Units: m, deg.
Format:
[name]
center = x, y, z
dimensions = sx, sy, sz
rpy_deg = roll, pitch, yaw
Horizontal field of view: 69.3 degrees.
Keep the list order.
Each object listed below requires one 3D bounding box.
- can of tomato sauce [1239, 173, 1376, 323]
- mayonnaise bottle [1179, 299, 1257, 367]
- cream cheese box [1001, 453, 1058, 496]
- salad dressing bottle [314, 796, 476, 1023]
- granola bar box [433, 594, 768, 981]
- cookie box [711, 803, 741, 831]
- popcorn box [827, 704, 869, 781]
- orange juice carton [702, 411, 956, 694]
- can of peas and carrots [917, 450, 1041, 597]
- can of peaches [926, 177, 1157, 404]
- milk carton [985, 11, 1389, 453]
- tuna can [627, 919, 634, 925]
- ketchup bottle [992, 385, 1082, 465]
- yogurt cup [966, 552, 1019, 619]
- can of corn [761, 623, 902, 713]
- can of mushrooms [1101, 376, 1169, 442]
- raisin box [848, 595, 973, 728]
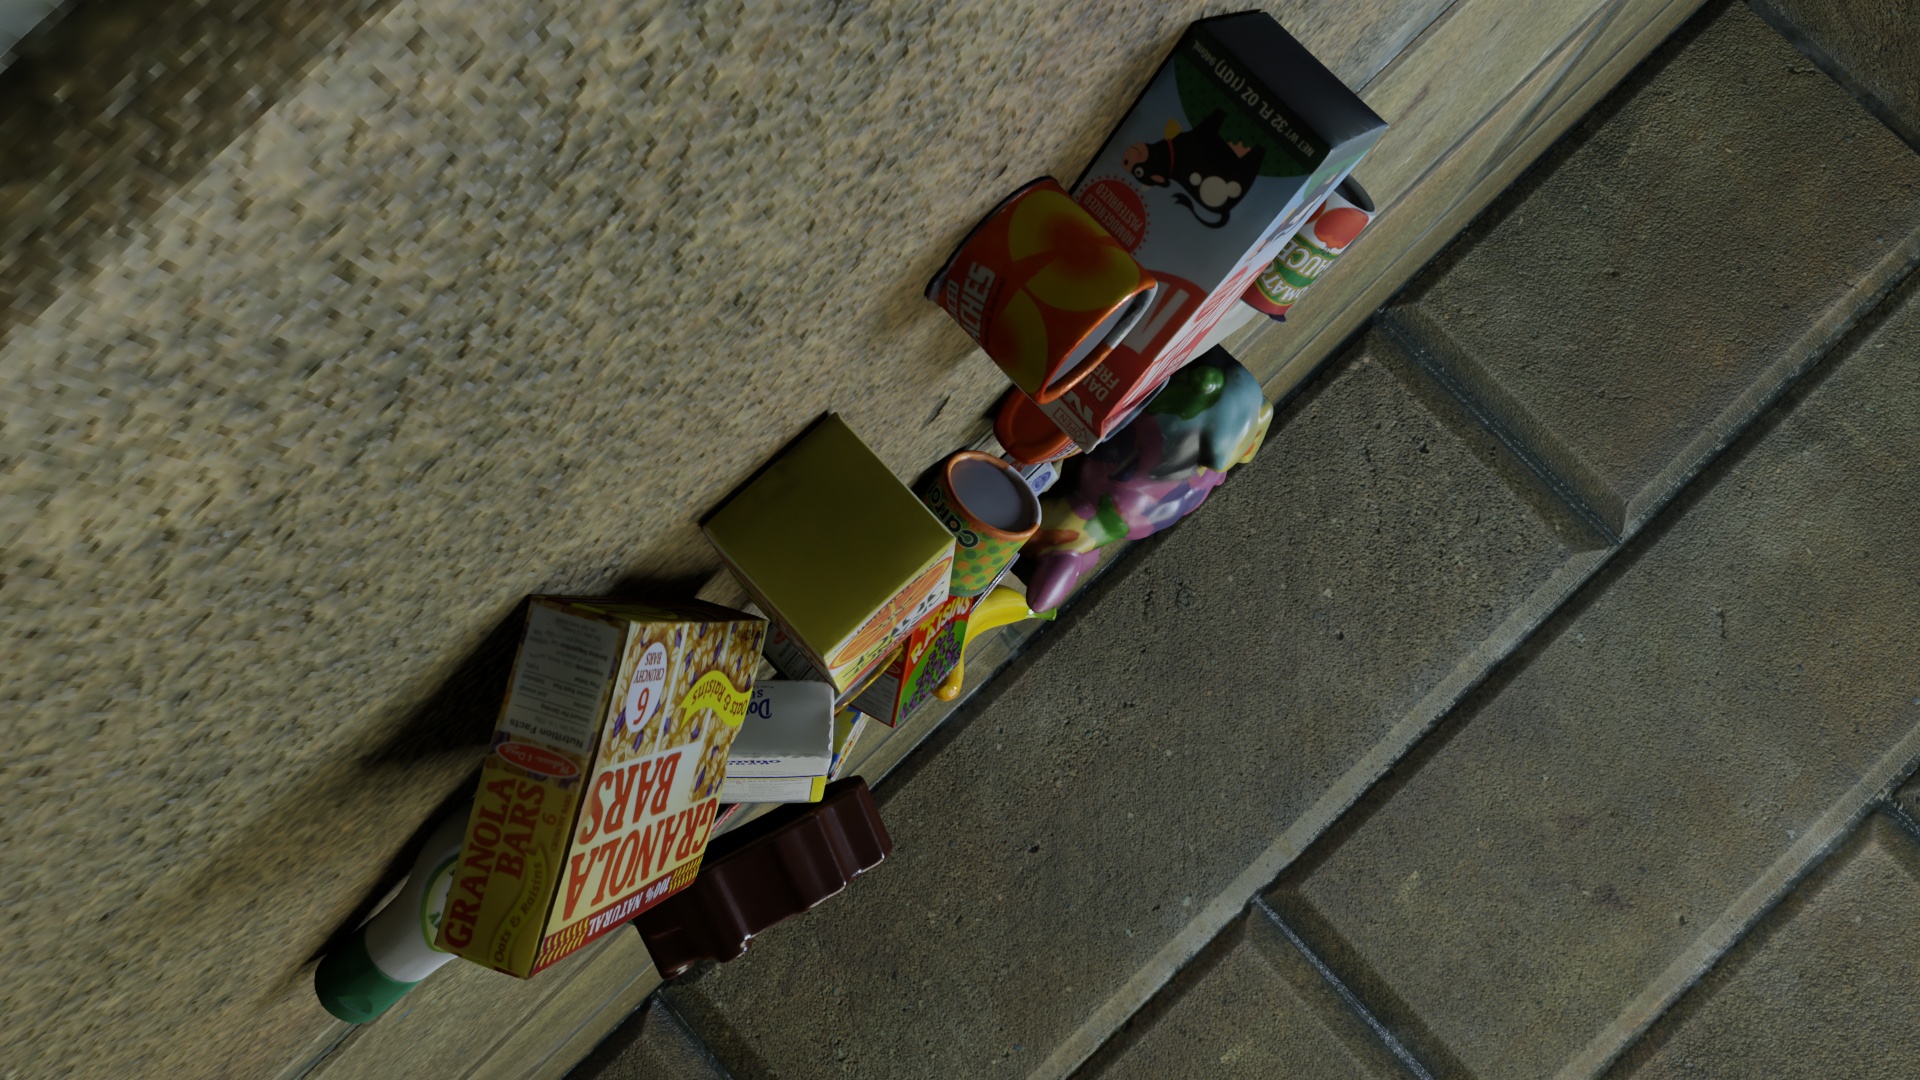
[can of tomato sauce]
center = 0.197, -0.185, 0.832
dimensions = 0.082, 0.071, 0.071
rpy_deg = -49, 170, 33
[mayonnaise bottle]
center = 0.154, -0.146, 0.932
dimensions = 0.149, 0.041, 0.064
rpy_deg = -34, 166, -44
[cream cheese box]
center = 0.040, -0.041, 0.972
dimensions = 0.053, 0.024, 0.104
rpy_deg = -43, 172, 2
[salad dressing bottle]
center = -0.224, 0.161, 0.612
dimensions = 0.147, 0.064, 0.044
rpy_deg = -38, -149, 17
[granola bar box]
center = -0.129, 0.085, 0.538
dimensions = 0.165, 0.039, 0.124
rpy_deg = 20, 86, -81
[cookie box]
center = -0.206, 0.195, 0.930
dimensions = 0.168, 0.040, 0.122
rpy_deg = -36, 169, -43
[popcorn box]
center = -0.077, 0.104, 0.970
dimensions = 0.127, 0.038, 0.085
rpy_deg = -61, 177, -11
[orange juice carton]
center = -0.054, 0.016, 0.628
dimensions = 0.072, 0.073, 0.192
rpy_deg = -42, 172, -10
[can of peas and carrots]
center = 0.003, -0.010, 0.805
dimensions = 0.071, 0.071, 0.058
rpy_deg = -33, 166, -52
[can of peaches]
center = 0.032, -0.093, 0.532
dimensions = 0.071, 0.058, 0.071
rpy_deg = -43, 172, -7
[milk carton]
center = 0.082, -0.120, 0.587
dimensions = 0.074, 0.072, 0.189
rpy_deg = -34, 168, -50
[tuna can]
center = -0.228, 0.249, 1.018
dimensions = 0.071, 0.071, 0.033
rpy_deg = -44, 171, 2
[ketchup bottle]
center = 0.062, -0.075, 0.837
dimensions = 0.064, 0.043, 0.149
rpy_deg = -45, 172, 11
[yogurt cup]
center = -0.001, 0.019, 0.948
dimensions = 0.072, 0.054, 0.072
rpy_deg = -50, 179, -1
[can of corn]
center = -0.076, 0.063, 0.818
dimensions = 0.071, 0.058, 0.071
rpy_deg = -42, 172, -7
[can of mushrooms]
center = 0.111, -0.102, 0.973
dimensions = 0.071, 0.033, 0.071
rpy_deg = -43, 172, -8
[raisin box]
center = -0.027, 0.045, 0.879
dimensions = 0.086, 0.040, 0.122
rpy_deg = -41, 151, -47
